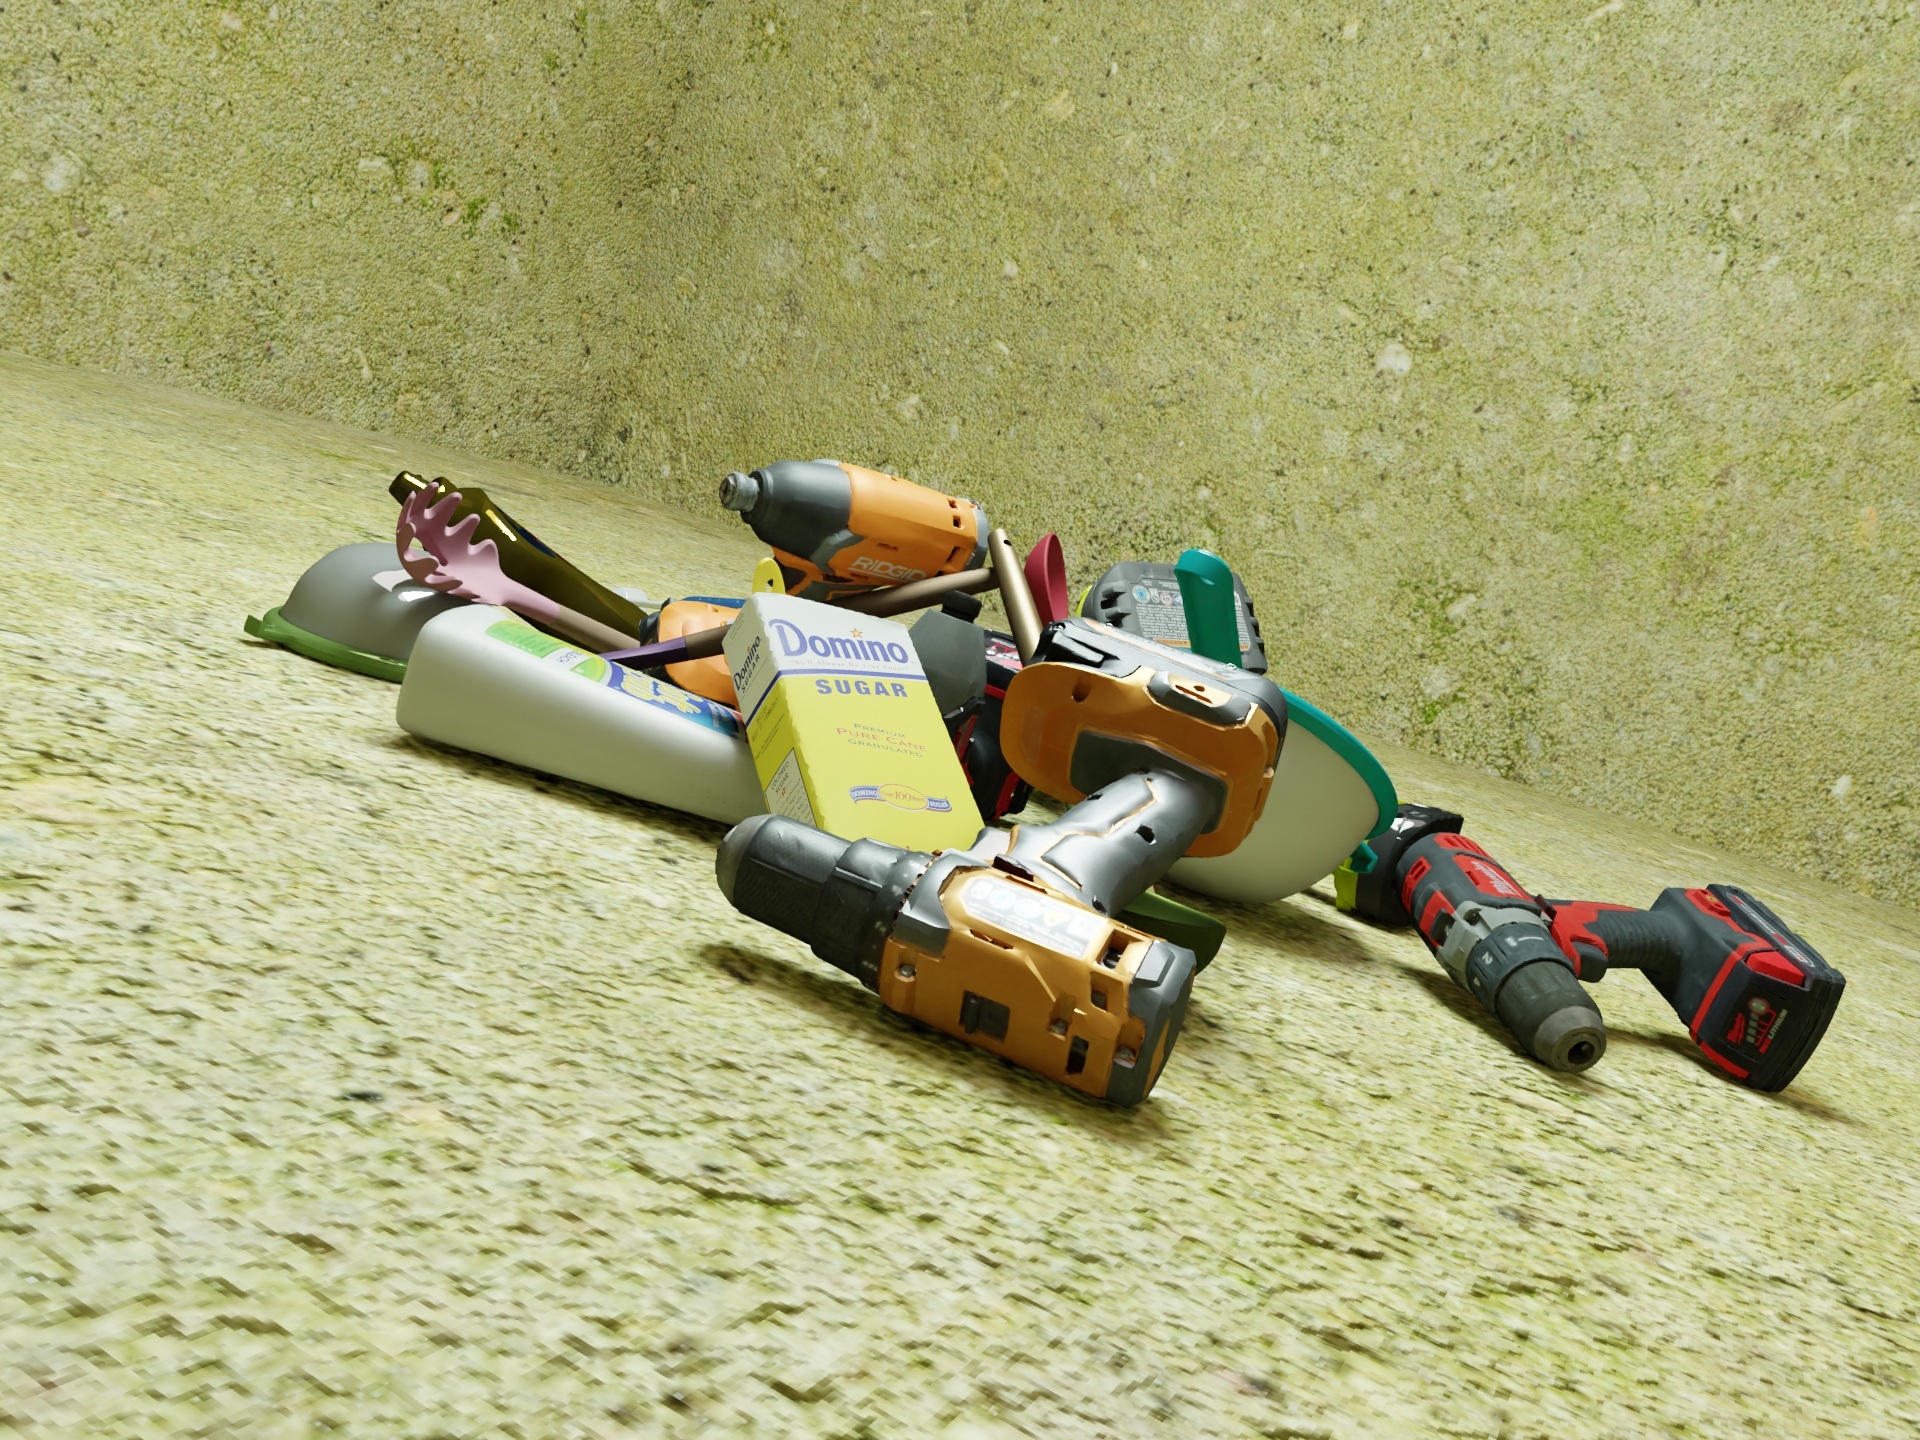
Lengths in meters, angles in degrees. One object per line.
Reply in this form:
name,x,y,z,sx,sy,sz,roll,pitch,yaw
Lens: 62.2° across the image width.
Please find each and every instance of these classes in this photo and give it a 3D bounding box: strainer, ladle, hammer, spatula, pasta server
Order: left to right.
strainer,-0.350,-0.081,1.021,0.151,0.069,0.256,15,9,-14
pasta server,-0.235,-0.061,1.010,0.040,0.060,0.316,-24,-30,25
hammer,-0.223,-0.088,1.243,0.144,0.035,0.406,9,1,-40
spatula,-0.130,-0.047,0.902,0.316,0.018,0.060,-13,-3,-6
ladle,0.058,0.001,0.808,0.078,0.062,0.321,13,41,-28
ladle,0.071,0.009,0.863,0.031,0.069,0.316,-16,46,4
strainer,0.134,0.023,0.905,0.211,0.095,0.340,23,-17,22

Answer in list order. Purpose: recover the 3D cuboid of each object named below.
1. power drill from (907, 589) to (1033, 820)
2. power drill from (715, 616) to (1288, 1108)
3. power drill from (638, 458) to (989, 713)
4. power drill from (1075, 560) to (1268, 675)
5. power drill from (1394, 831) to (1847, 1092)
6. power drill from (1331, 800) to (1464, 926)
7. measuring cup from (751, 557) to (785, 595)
power drill,-0.001,-0.003,0.940,0.078,0.143,0.219,21,6,13
power drill,0.026,0.042,0.653,0.185,0.084,0.226,20,37,16
power drill,-0.110,-0.075,0.965,0.164,0.084,0.226,11,-36,-36
power drill,0.107,-0.023,1.124,0.171,0.080,0.223,2,-25,-29
power drill,0.373,0.143,0.893,0.226,0.080,0.188,13,22,-13
power drill,0.237,0.073,1.157,0.229,0.080,0.190,18,8,30
measuring cup,-0.088,-0.015,0.842,0.029,0.156,0.062,28,47,34
